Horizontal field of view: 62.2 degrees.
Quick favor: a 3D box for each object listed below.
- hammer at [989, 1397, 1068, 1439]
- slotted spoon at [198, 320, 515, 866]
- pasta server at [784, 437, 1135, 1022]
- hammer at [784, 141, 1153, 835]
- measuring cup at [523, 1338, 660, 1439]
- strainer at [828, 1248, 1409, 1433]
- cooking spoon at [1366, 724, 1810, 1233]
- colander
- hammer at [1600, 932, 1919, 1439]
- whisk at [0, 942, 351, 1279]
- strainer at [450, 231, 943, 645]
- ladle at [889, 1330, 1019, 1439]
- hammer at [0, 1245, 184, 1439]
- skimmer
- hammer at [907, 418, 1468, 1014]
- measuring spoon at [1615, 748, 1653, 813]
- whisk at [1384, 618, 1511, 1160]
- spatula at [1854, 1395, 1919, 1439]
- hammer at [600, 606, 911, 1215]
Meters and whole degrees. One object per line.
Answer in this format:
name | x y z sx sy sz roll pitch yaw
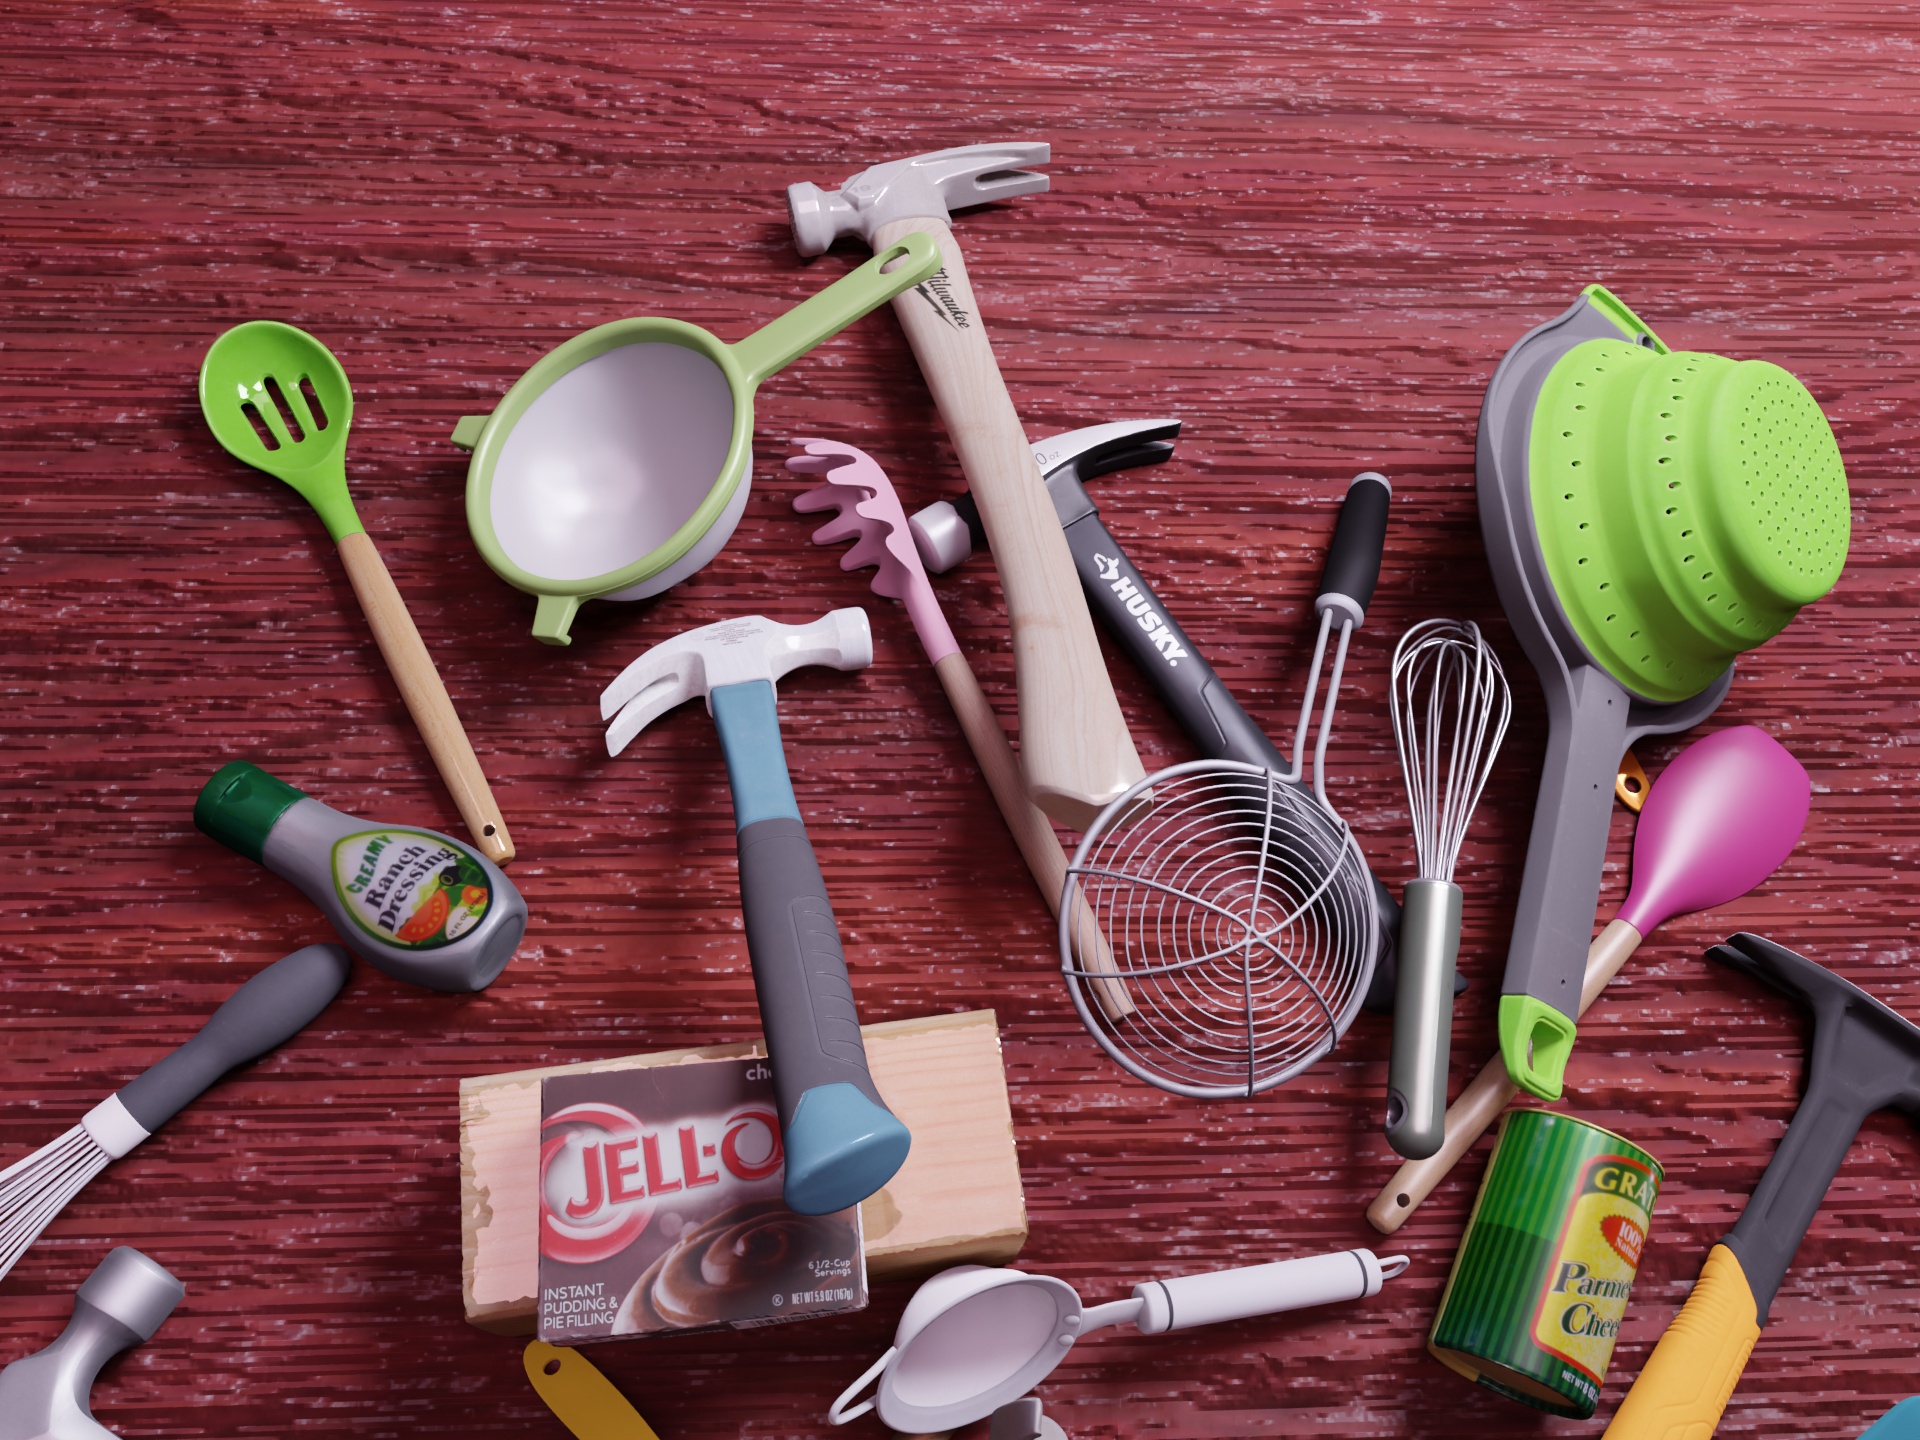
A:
hammer | 0.189 0.274 0.566 0.359 0.149 0.037 4 64 1
slotted spoon | -0.284 -0.064 0.763 0.070 0.031 0.314 -27 72 -14
pasta server | -0.001 -0.002 0.746 0.040 0.060 0.316 -20 73 -20
hammer | 0.025 -0.132 0.769 0.146 0.038 0.411 -14 59 -5
measuring cup | -0.115 0.288 0.603 0.157 0.029 0.062 27 54 36
strainer | 0.067 0.232 0.628 0.258 0.086 0.050 -1 34 -20
cooking spoon | 0.289 0.113 0.724 0.319 0.017 0.069 -42 80 -18
colander | 0.312 -0.027 0.698 0.204 0.094 0.397 31 65 -28
hammer | 0.305 0.248 0.657 0.127 0.034 0.337 35 69 11
whisk | -0.367 0.184 0.634 0.070 0.070 0.284 43 66 14
strainer | -0.112 -0.142 0.761 0.256 0.069 0.152 -32 59 3
ladle | -0.079 0.346 0.592 0.078 0.062 0.320 31 59 31
hammer | -0.185 0.332 0.543 0.405 0.035 0.144 22 53 15
skimmer | 0.141 0.003 0.704 0.127 0.090 0.363 34 41 -5
hammer | 0.124 -0.004 0.757 0.146 0.035 0.335 -30 72 -15
measuring spoon | 0.308 -0.007 0.782 0.021 0.011 0.117 -19 70 -12
whisk | 0.207 0.066 0.691 0.059 0.057 0.246 15 69 -11
spatula | 0.270 0.381 0.591 0.317 0.044 0.082 -34 85 -15
hammer | -0.072 0.054 0.634 0.128 0.033 0.331 -9 36 -10
